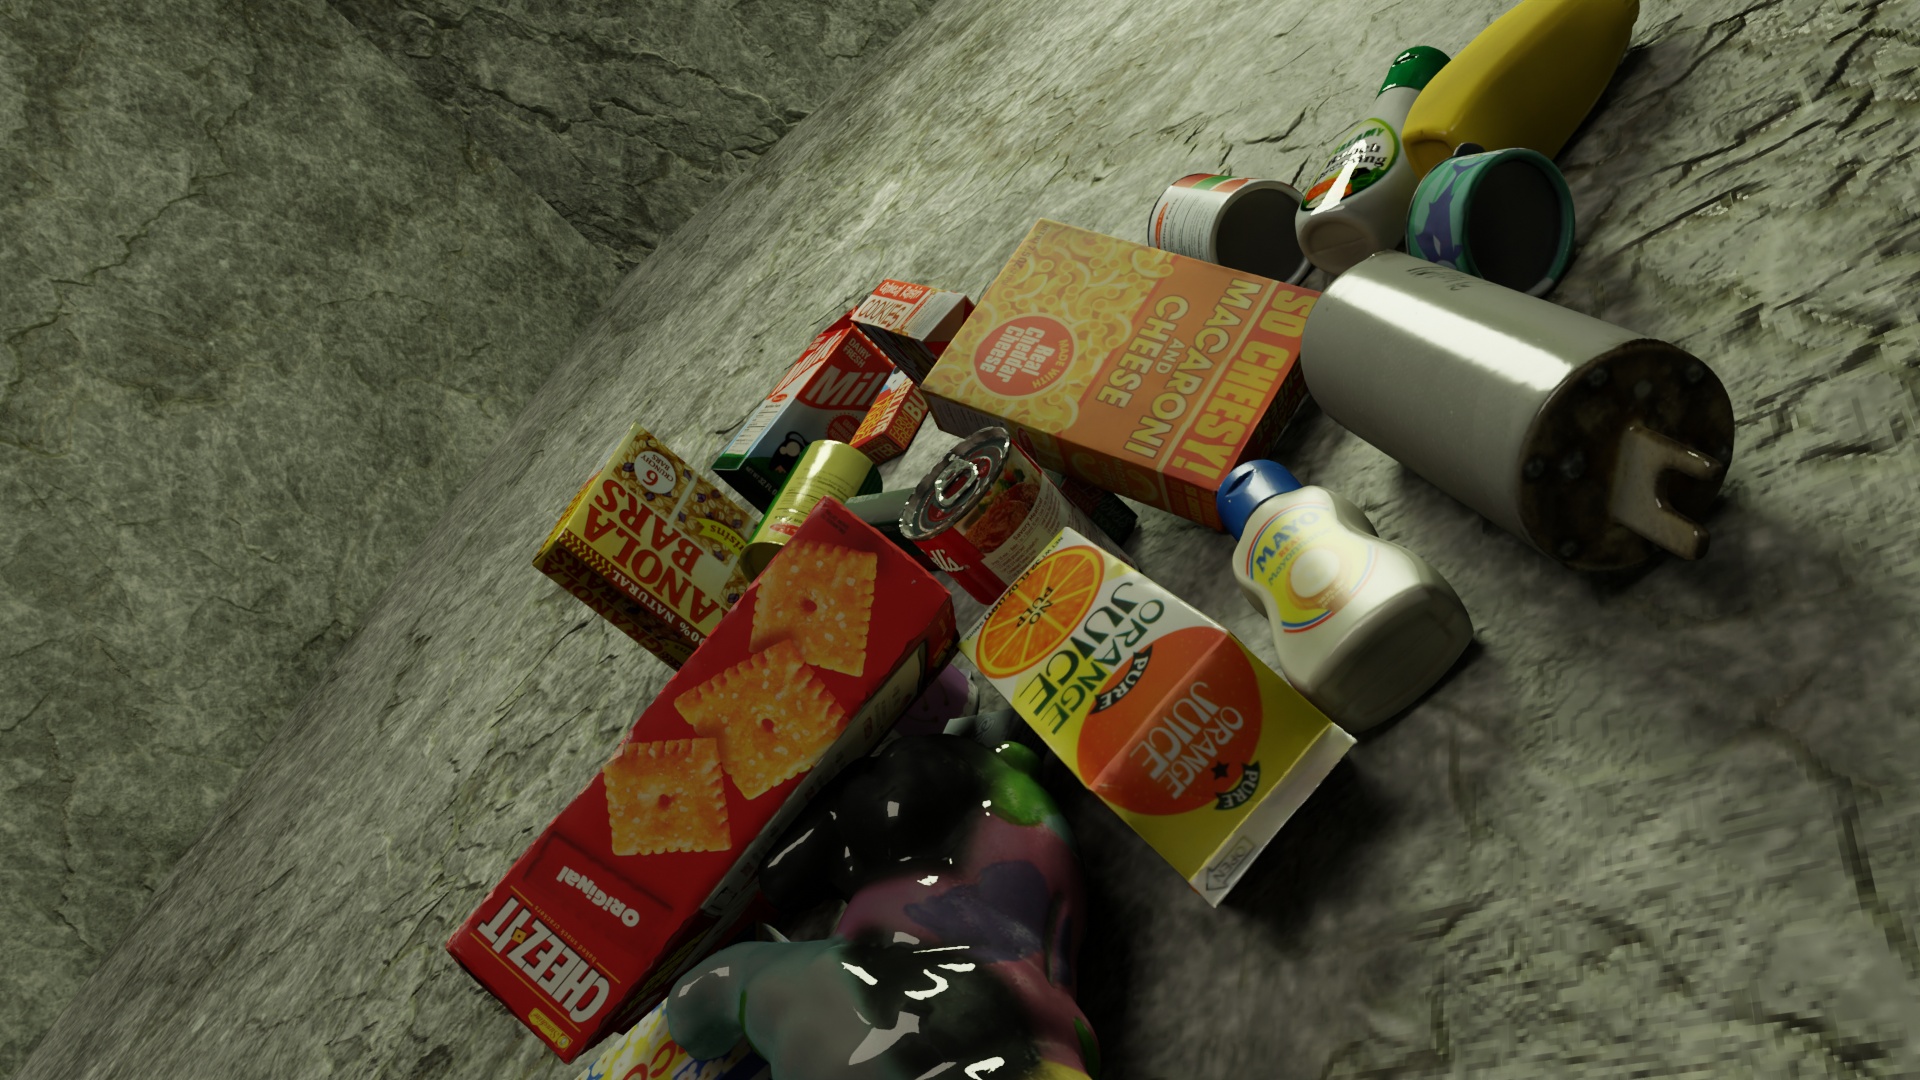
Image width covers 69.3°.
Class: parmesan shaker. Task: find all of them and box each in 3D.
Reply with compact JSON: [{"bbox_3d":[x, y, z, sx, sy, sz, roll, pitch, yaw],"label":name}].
[{"bbox_3d":[-0.099,-0.011,0.966,0.071,0.071,0.103,-24,31,44],"label":"parmesan shaker"}]

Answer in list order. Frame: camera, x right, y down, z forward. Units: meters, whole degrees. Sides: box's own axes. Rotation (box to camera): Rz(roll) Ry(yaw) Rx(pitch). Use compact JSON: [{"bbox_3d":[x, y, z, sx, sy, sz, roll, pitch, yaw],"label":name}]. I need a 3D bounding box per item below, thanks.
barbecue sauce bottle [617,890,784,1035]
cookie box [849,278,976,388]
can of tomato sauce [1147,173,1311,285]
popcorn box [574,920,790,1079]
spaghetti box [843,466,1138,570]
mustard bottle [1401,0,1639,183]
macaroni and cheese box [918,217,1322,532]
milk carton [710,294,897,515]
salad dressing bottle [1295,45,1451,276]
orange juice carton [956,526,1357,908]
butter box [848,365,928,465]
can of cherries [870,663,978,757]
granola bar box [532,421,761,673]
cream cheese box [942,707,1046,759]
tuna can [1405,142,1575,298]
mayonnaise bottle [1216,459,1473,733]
[{"bbox_3d":[-0.123,0.188,0.699,0.148,0.043,0.065,-38,23,20],"label":"barbecue sauce bottle"},{"bbox_3d":[0.006,-0.101,0.850,0.040,0.122,0.168,-47,22,-3],"label":"cookie box"},{"bbox_3d":[0.154,-0.173,0.786,0.071,0.071,0.083,-47,23,0],"label":"can of tomato sauce"},{"bbox_3d":[-0.120,0.240,0.612,0.126,0.038,0.085,-43,23,9],"label":"popcorn box"},{"bbox_3d":[0.003,-0.010,0.799,0.249,0.050,0.029,-6,48,58],"label":"spaghetti box"},{"bbox_3d":[0.279,-0.227,0.664,0.160,0.065,0.049,-46,27,-13],"label":"mustard bottle"},{"bbox_3d":[0.083,-0.087,0.688,0.166,0.040,0.124,22,68,29],"label":"macaroni and cheese box"},{"bbox_3d":[-0.109,-0.108,1.134,0.191,0.072,0.073,-54,23,-14],"label":"milk carton"},{"bbox_3d":[0.225,-0.205,0.739,0.064,0.044,0.148,-9,42,50],"label":"salad dressing bottle"},{"bbox_3d":[0.073,0.065,0.521,0.072,0.073,0.193,-47,23,-1],"label":"orange juice carton"},{"bbox_3d":[-0.047,-0.103,1.076,0.053,0.024,0.104,-22,32,46],"label":"butter box"},{"bbox_3d":[-0.033,0.078,0.705,0.071,0.058,0.072,-38,24,21],"label":"can of cherries"},{"bbox_3d":[-0.192,0.017,0.947,0.039,0.165,0.125,-31,27,38],"label":"granola bar box"},{"bbox_3d":[0.000,0.123,0.617,0.053,0.024,0.104,-21,34,47],"label":"cream cheese box"},{"bbox_3d":[0.225,-0.134,0.589,0.071,0.071,0.033,-51,24,-11],"label":"tuna can"},{"bbox_3d":[0.137,0.012,0.537,0.064,0.041,0.148,-44,23,12],"label":"mayonnaise bottle"}]
